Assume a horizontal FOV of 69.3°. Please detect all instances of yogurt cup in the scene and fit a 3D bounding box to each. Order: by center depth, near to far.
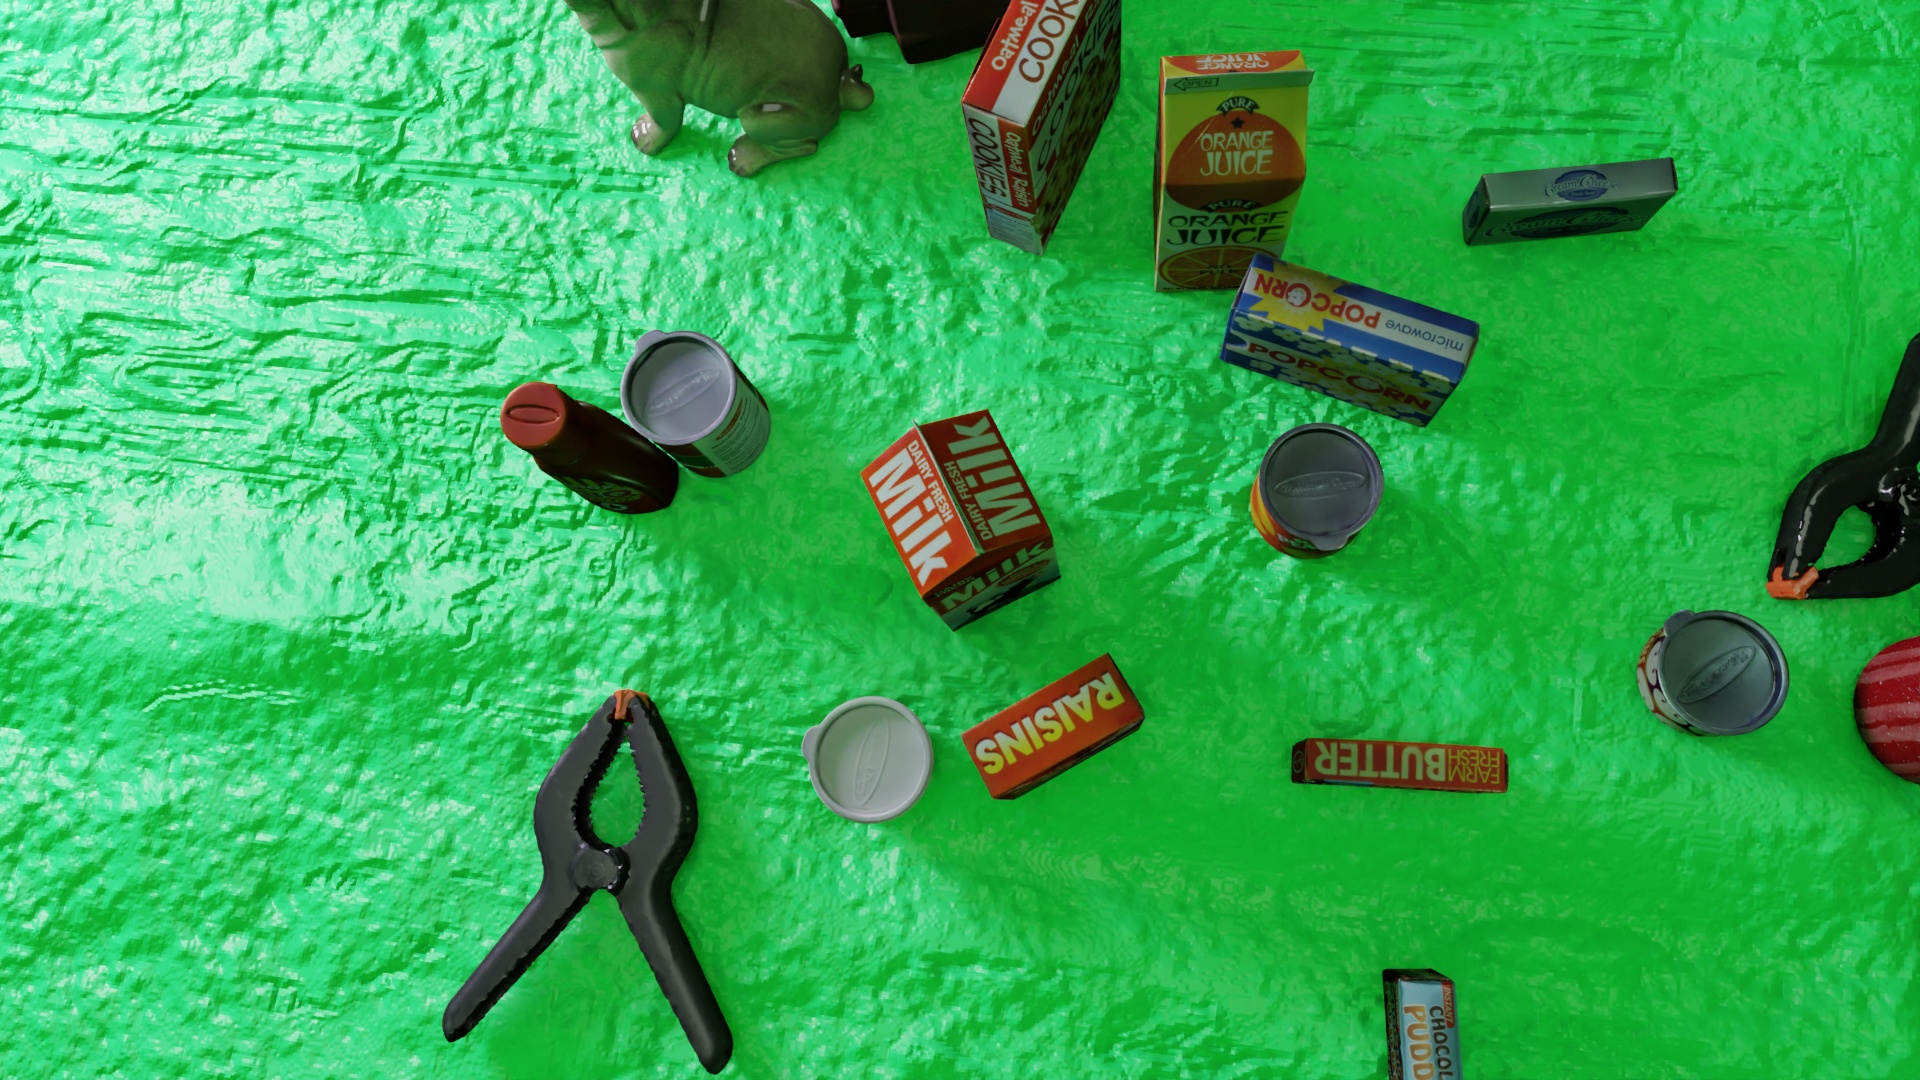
[{"bbox_3d":[-0.046,0.122,0.769,0.072,0.054,0.072,-1,79,6],"label":"yogurt cup"}]

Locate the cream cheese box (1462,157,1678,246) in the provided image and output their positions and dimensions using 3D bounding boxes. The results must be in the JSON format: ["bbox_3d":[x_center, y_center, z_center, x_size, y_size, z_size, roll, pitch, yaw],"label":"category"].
[{"bbox_3d":[0.345,-0.193,0.793,0.104,0.053,0.024,-4,79,5],"label":"cream cheese box"}]

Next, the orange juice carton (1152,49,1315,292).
[{"bbox_3d":[0.142,-0.201,0.745,0.072,0.192,0.073,-1,79,6],"label":"orange juice carton"}]

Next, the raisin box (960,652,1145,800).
[{"bbox_3d":[0.050,0.101,0.728,0.086,0.123,0.040,-28,77,0],"label":"raisin box"}]

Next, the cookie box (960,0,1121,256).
[{"bbox_3d":[0.049,-0.251,0.778,0.040,0.167,0.123,23,82,10],"label":"cookie box"}]

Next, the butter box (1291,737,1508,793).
[{"bbox_3d":[0.232,0.120,0.741,0.103,0.053,0.024,2,79,6],"label":"butter box"}]

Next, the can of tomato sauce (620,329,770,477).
[{"bbox_3d":[-0.153,-0.078,0.807,0.071,0.083,0.071,-1,79,6],"label":"can of tomato sauce"}]

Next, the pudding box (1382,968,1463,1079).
[{"bbox_3d":[0.238,0.265,0.712,0.030,0.049,0.084,-1,78,6],"label":"pudding box"}]

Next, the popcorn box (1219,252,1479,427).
[{"bbox_3d":[0.213,-0.110,0.774,0.127,0.085,0.038,20,82,10],"label":"popcorn box"}]

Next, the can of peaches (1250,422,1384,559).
[{"bbox_3d":[0.197,-0.024,0.772,0.071,0.058,0.071,-1,79,6],"label":"can of peaches"}]

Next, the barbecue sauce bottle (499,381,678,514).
[{"bbox_3d":[-0.208,-0.051,0.774,0.065,0.148,0.044,6,80,7],"label":"barbecue sauce bottle"}]

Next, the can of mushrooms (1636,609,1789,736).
[{"bbox_3d":[0.400,0.070,0.744,0.071,0.033,0.071,-1,78,6],"label":"can of mushrooms"}]

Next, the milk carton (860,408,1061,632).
[{"bbox_3d":[0.003,-0.009,0.721,0.073,0.190,0.072,-27,77,0],"label":"milk carton"}]
